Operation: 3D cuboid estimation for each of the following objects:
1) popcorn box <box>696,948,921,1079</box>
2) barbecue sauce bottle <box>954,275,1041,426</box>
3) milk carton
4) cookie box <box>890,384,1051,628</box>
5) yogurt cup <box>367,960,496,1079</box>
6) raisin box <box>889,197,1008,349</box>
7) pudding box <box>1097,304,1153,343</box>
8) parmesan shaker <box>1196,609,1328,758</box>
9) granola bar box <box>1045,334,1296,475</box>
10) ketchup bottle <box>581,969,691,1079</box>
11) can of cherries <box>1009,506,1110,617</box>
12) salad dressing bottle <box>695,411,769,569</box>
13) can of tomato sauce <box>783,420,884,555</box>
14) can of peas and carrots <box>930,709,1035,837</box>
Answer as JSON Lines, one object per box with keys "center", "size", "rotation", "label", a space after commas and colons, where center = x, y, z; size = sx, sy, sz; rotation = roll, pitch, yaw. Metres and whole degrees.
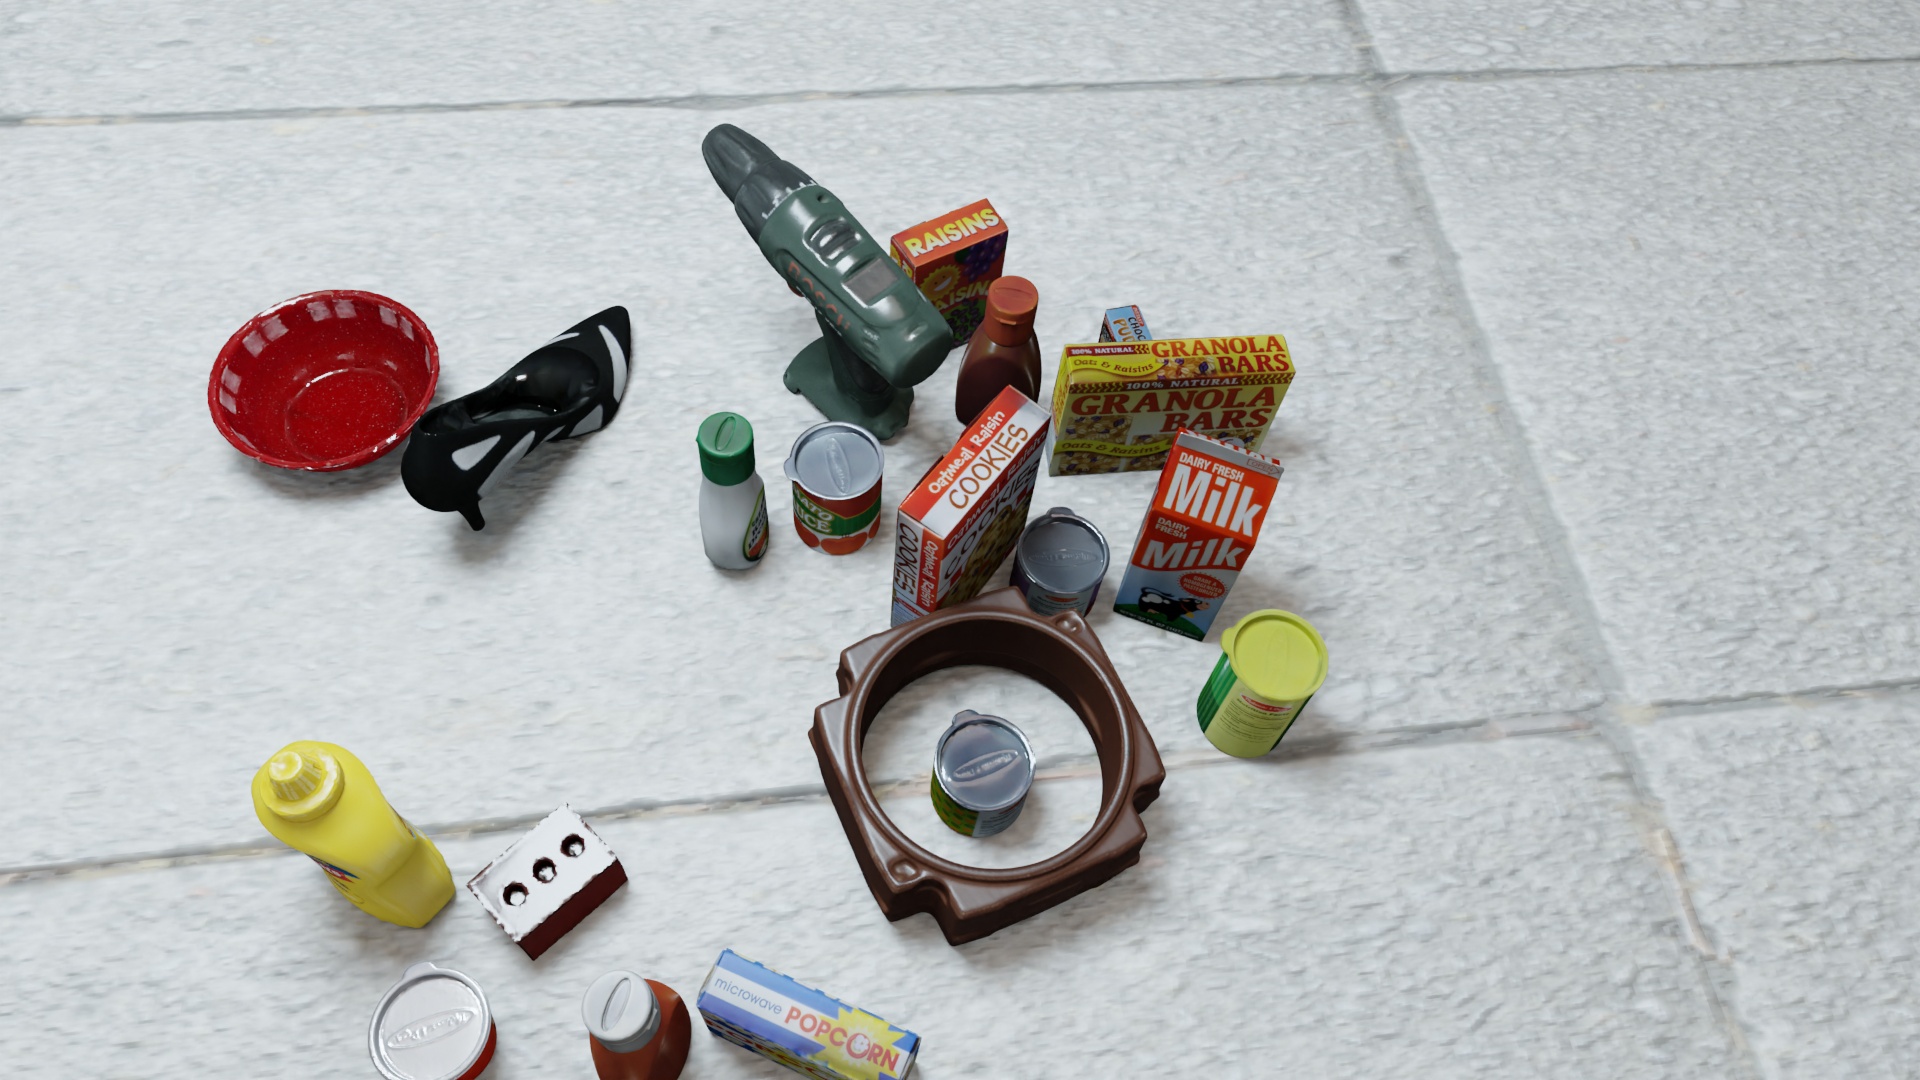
{"center": [-0.089, 0.290, 0.818], "size": [0.127, 0.084, 0.038], "rotation": [22, 61, 8], "label": "popcorn box"}
{"center": [0.032, -0.137, 1.041], "size": [0.065, 0.147, 0.044], "rotation": [12, 60, 2], "label": "barbecue sauce bottle"}
{"center": [0.164, -0.011, 0.955], "size": [0.072, 0.189, 0.074], "rotation": [19, 60, 6], "label": "milk carton"}
{"center": [0.003, -0.012, 0.955], "size": [0.040, 0.166, 0.123], "rotation": [33, 63, 13], "label": "cookie box"}
{"center": [-0.306, 0.291, 0.817], "size": [0.072, 0.053, 0.073], "rotation": [2, 60, -4], "label": "yogurt cup"}
{"center": [-0.012, -0.201, 1.089], "size": [0.086, 0.122, 0.040], "rotation": [-25, 65, -18], "label": "raisin box"}
{"center": [0.138, -0.141, 1.110], "size": [0.030, 0.049, 0.084], "rotation": [-11, 62, -11], "label": "pudding box"}
{"center": [0.200, 0.098, 0.945], "size": [0.071, 0.102, 0.071], "rotation": [2, 60, -4], "label": "parmesan shaker"}
{"center": [0.152, -0.101, 1.045], "size": [0.166, 0.123, 0.039], "rotation": [-4, 61, -7], "label": "granola bar box"}
{"center": [-0.182, 0.276, 0.782], "size": [0.043, 0.148, 0.065], "rotation": [17, 60, 5], "label": "ketchup bottle"}
{"center": [0.071, 0.020, 1.005], "size": [0.071, 0.058, 0.072], "rotation": [2, 60, -4], "label": "can of cherries"}
{"center": [-0.159, -0.033, 0.964], "size": [0.044, 0.147, 0.064], "rotation": [14, 60, 3], "label": "salad dressing bottle"}
{"center": [-0.091, -0.036, 1.009], "size": [0.071, 0.082, 0.071], "rotation": [2, 60, -4], "label": "can of tomato sauce"}
{"center": [0.013, 0.155, 0.921], "size": [0.071, 0.058, 0.071], "rotation": [2, 60, -4], "label": "can of peas and carrots"}
